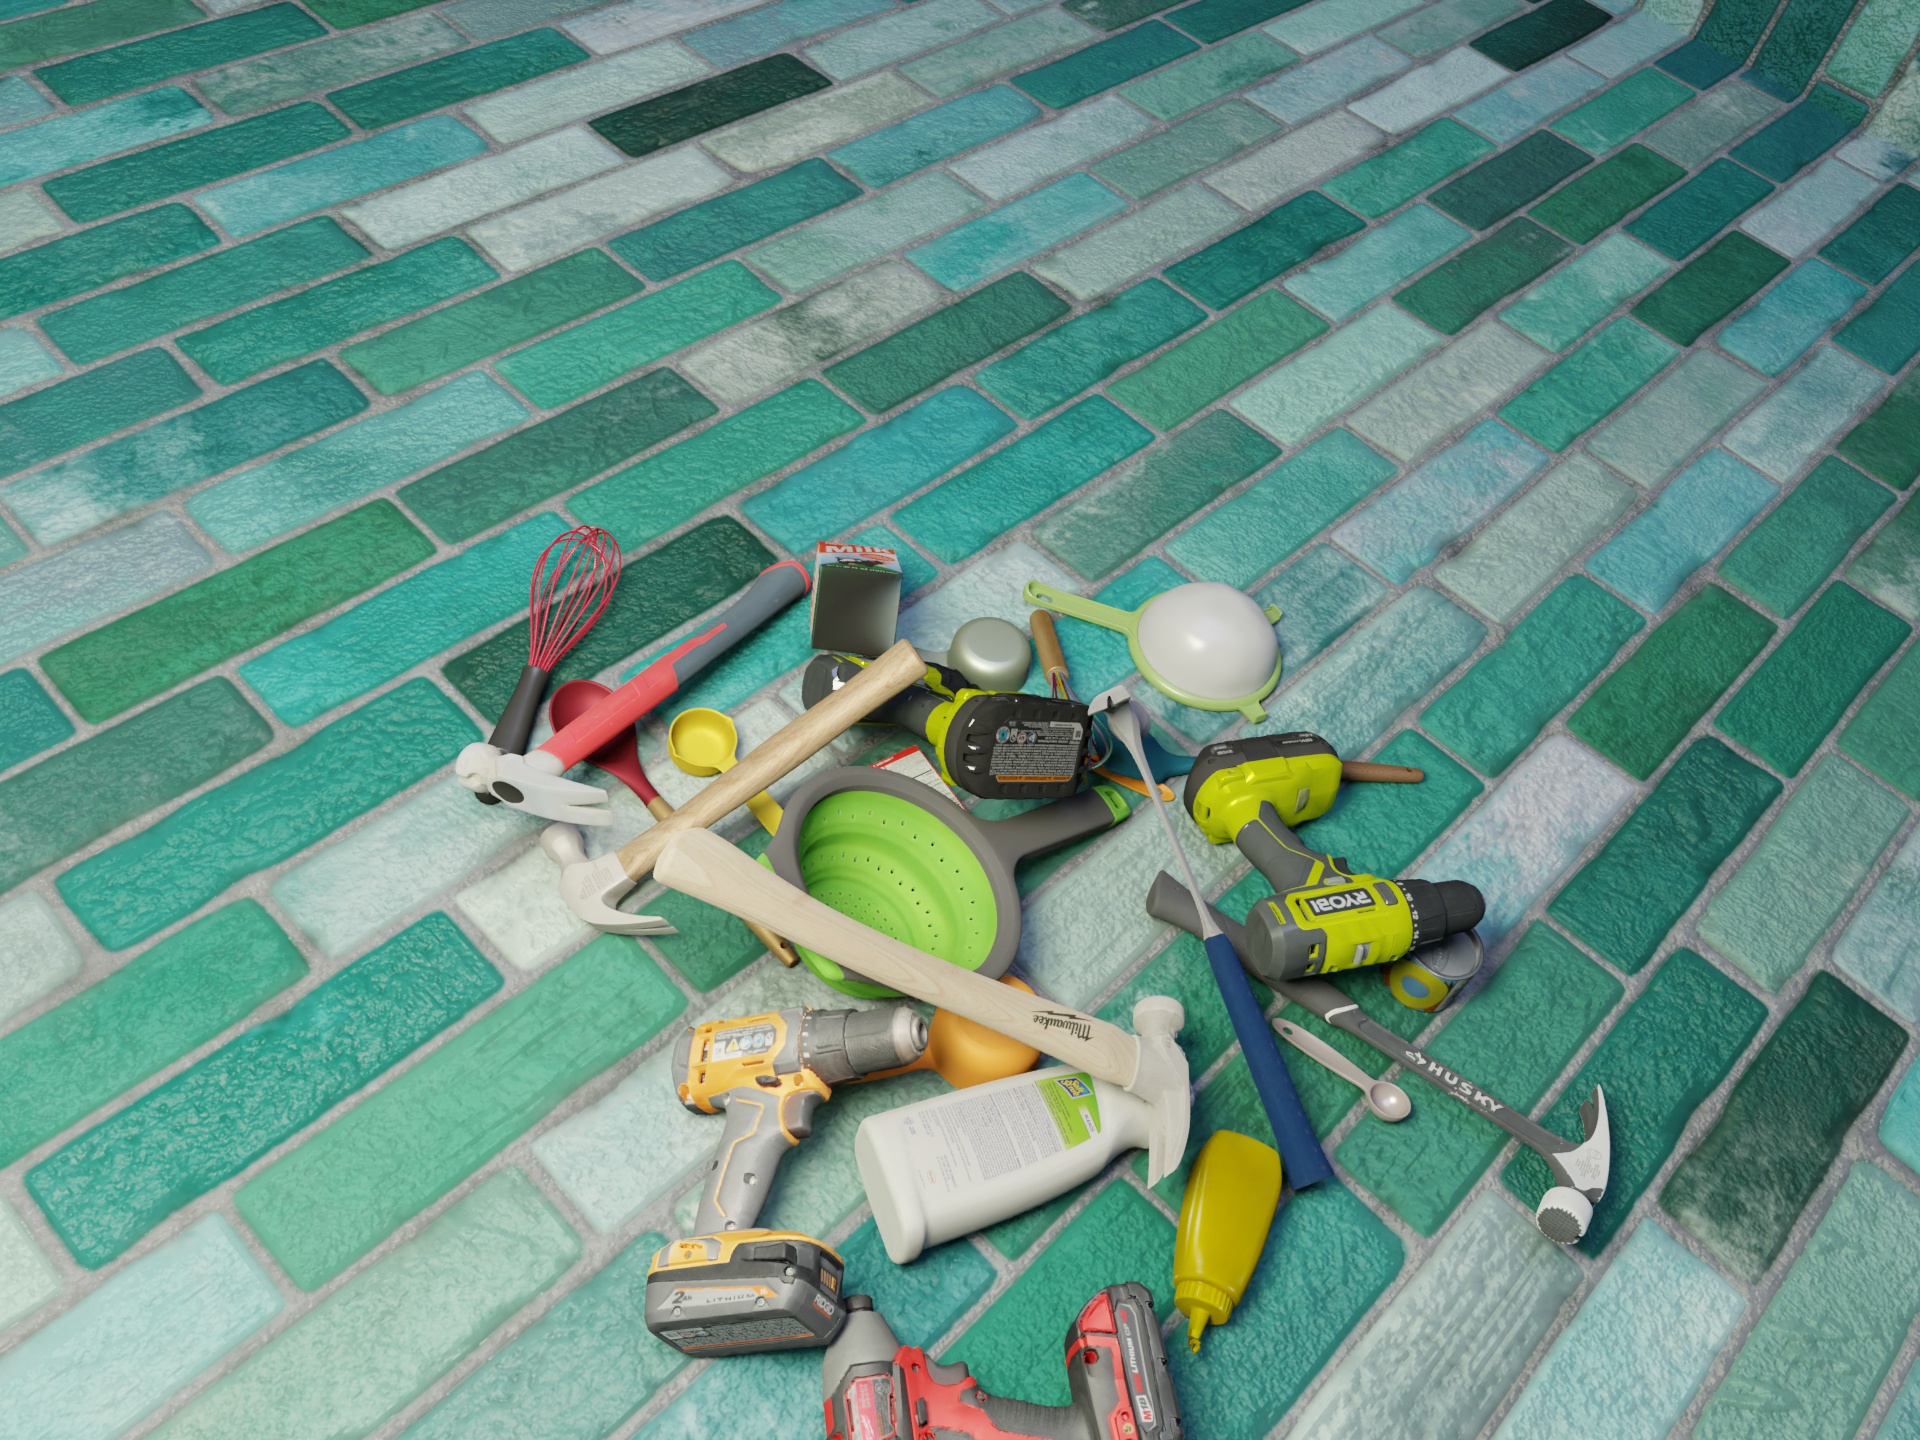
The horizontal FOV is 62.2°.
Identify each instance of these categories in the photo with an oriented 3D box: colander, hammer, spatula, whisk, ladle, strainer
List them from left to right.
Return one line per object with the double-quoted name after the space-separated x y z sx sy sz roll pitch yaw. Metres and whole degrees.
-0.355 -0.055 1.355 0.073 0.073 0.296 13 56 -1 "whisk"
-0.231 0.083 1.286 0.069 0.031 0.316 -29 64 -35 "ladle"
-0.230 -0.036 1.321 0.143 0.038 0.386 13 35 27 "hammer"
-0.165 0.048 1.227 0.331 0.031 0.130 -36 60 0 "hammer"
-0.019 0.184 1.084 0.410 0.038 0.146 26 39 -16 "hammer"
-0.008 0.127 1.258 0.397 0.094 0.205 -15 62 -46 "colander"
0.090 -0.029 1.400 0.051 0.047 0.245 -32 34 15 "whisk"
0.187 -0.101 1.492 0.256 0.069 0.152 17 50 1 "strainer"
0.189 0.156 1.221 0.035 0.144 0.406 -24 73 10 "hammer"
0.267 0.034 1.417 0.317 0.044 0.082 4 46 -10 "spatula"
0.322 0.239 1.257 0.409 0.036 0.149 33 39 18 "hammer"

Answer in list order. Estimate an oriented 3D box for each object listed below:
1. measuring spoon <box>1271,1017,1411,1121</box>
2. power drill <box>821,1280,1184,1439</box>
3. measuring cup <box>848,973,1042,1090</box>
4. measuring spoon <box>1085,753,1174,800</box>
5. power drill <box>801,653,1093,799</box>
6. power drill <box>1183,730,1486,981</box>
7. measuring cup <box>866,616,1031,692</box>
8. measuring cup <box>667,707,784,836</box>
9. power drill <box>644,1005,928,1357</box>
0.295 0.275 1.249 0.124 0.018 0.034 34 40 24 "measuring spoon"
0.020 0.433 1.024 0.219 0.078 0.143 -4 52 -11 "power drill"
-0.017 0.238 1.185 0.173 0.052 0.095 -7 53 -20 "measuring cup"
0.133 0.047 1.402 0.117 0.011 0.021 23 51 3 "measuring spoon"
-0.002 -0.004 1.306 0.171 0.080 0.223 2 14 -39 "power drill"
0.298 0.109 1.300 0.190 0.080 0.229 -8 39 -14 "power drill"
-0.016 -0.067 1.441 0.167 0.038 0.083 8 50 -8 "measuring cup"
-0.185 0.056 1.324 0.062 0.029 0.156 -35 77 -32 "measuring cup"
-0.113 0.294 1.065 0.185 0.084 0.226 -13 48 17 "power drill"
